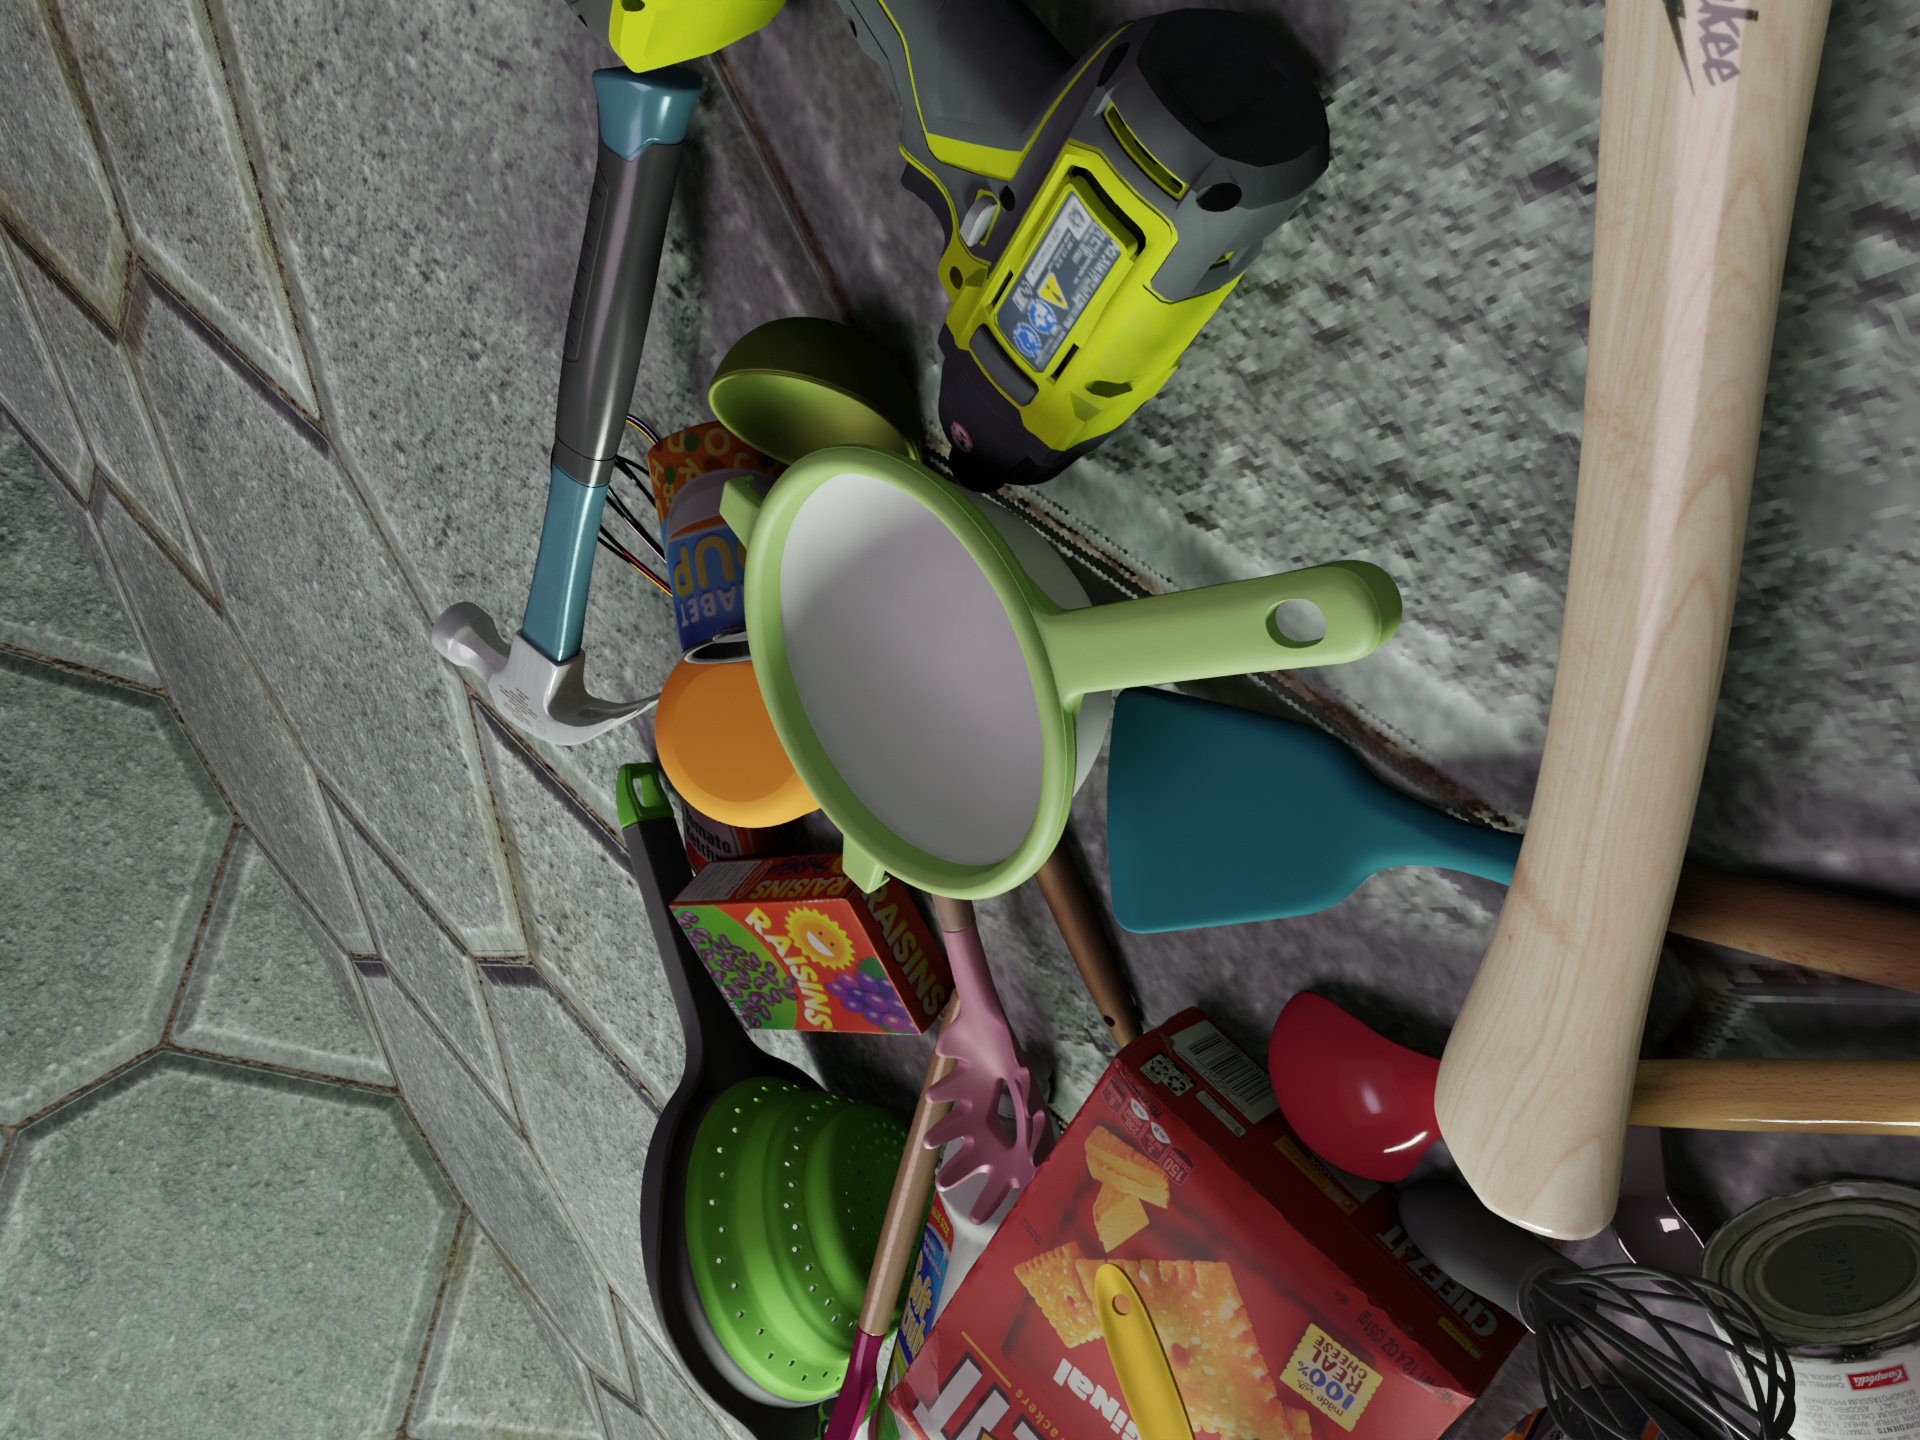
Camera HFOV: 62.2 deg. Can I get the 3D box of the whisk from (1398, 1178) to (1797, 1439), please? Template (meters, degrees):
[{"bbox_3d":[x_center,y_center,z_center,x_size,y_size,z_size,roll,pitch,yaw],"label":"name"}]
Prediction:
[{"bbox_3d":[0.162,0.161,0.442,0.055,0.055,0.239,56,177,3],"label":"whisk"}]

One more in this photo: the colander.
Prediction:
[{"bbox_3d":[-0.099,0.199,0.885,0.094,0.204,0.397,-23,80,26],"label":"colander"}]

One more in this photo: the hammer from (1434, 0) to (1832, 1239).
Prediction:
[{"bbox_3d":[0.149,-0.051,0.317,0.146,0.038,0.410,24,129,42],"label":"hammer"}]

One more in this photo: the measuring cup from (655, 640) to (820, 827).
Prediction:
[{"bbox_3d":[-0.097,-0.038,0.683,0.095,0.052,0.173,-11,96,14],"label":"measuring cup"}]

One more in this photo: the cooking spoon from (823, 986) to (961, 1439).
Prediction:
[{"bbox_3d":[-0.037,0.277,0.787,0.017,0.069,0.319,17,102,9],"label":"cooking spoon"}]

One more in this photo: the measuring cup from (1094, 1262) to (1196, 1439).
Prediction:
[{"bbox_3d":[0.085,0.263,0.552,0.062,0.029,0.157,-32,69,31],"label":"measuring cup"}]

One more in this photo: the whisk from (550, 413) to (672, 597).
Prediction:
[{"bbox_3d":[-0.108,-0.043,0.736,0.245,0.047,0.051,52,148,5],"label":"whisk"}]

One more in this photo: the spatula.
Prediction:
[{"bbox_3d":[0.166,0.046,0.413,0.318,0.044,0.082,11,105,49],"label":"spatula"}]

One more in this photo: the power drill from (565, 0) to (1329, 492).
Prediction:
[{"bbox_3d":[-0.018,-0.178,0.451,0.223,0.080,0.171,51,149,6],"label":"power drill"}]

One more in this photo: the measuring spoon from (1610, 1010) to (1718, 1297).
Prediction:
[{"bbox_3d":[0.198,0.108,0.456,0.034,0.018,0.124,9,117,61],"label":"measuring spoon"}]

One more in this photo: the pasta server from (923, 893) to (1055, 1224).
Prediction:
[{"bbox_3d":[-0.012,0.063,0.660,0.060,0.040,0.316,-3,108,40],"label":"pasta server"}]

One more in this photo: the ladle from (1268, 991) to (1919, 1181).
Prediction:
[{"bbox_3d":[0.179,0.104,0.441,0.315,0.031,0.069,-25,87,62],"label":"ladle"}]

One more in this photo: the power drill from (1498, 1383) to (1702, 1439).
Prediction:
[{"bbox_3d":[0.164,0.339,0.542,0.084,0.185,0.226,37,142,16],"label":"power drill"}]

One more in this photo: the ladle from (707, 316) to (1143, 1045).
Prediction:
[{"bbox_3d":[-0.001,-0.002,0.603,0.078,0.062,0.320,-3,117,50],"label":"ladle"}]

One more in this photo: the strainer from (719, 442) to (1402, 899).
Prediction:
[{"bbox_3d":[0.033,-0.026,0.479,0.256,0.069,0.151,-6,105,50],"label":"strainer"}]

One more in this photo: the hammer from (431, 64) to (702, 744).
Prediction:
[{"bbox_3d":[-0.161,-0.120,0.680,0.128,0.033,0.330,37,131,18],"label":"hammer"}]
